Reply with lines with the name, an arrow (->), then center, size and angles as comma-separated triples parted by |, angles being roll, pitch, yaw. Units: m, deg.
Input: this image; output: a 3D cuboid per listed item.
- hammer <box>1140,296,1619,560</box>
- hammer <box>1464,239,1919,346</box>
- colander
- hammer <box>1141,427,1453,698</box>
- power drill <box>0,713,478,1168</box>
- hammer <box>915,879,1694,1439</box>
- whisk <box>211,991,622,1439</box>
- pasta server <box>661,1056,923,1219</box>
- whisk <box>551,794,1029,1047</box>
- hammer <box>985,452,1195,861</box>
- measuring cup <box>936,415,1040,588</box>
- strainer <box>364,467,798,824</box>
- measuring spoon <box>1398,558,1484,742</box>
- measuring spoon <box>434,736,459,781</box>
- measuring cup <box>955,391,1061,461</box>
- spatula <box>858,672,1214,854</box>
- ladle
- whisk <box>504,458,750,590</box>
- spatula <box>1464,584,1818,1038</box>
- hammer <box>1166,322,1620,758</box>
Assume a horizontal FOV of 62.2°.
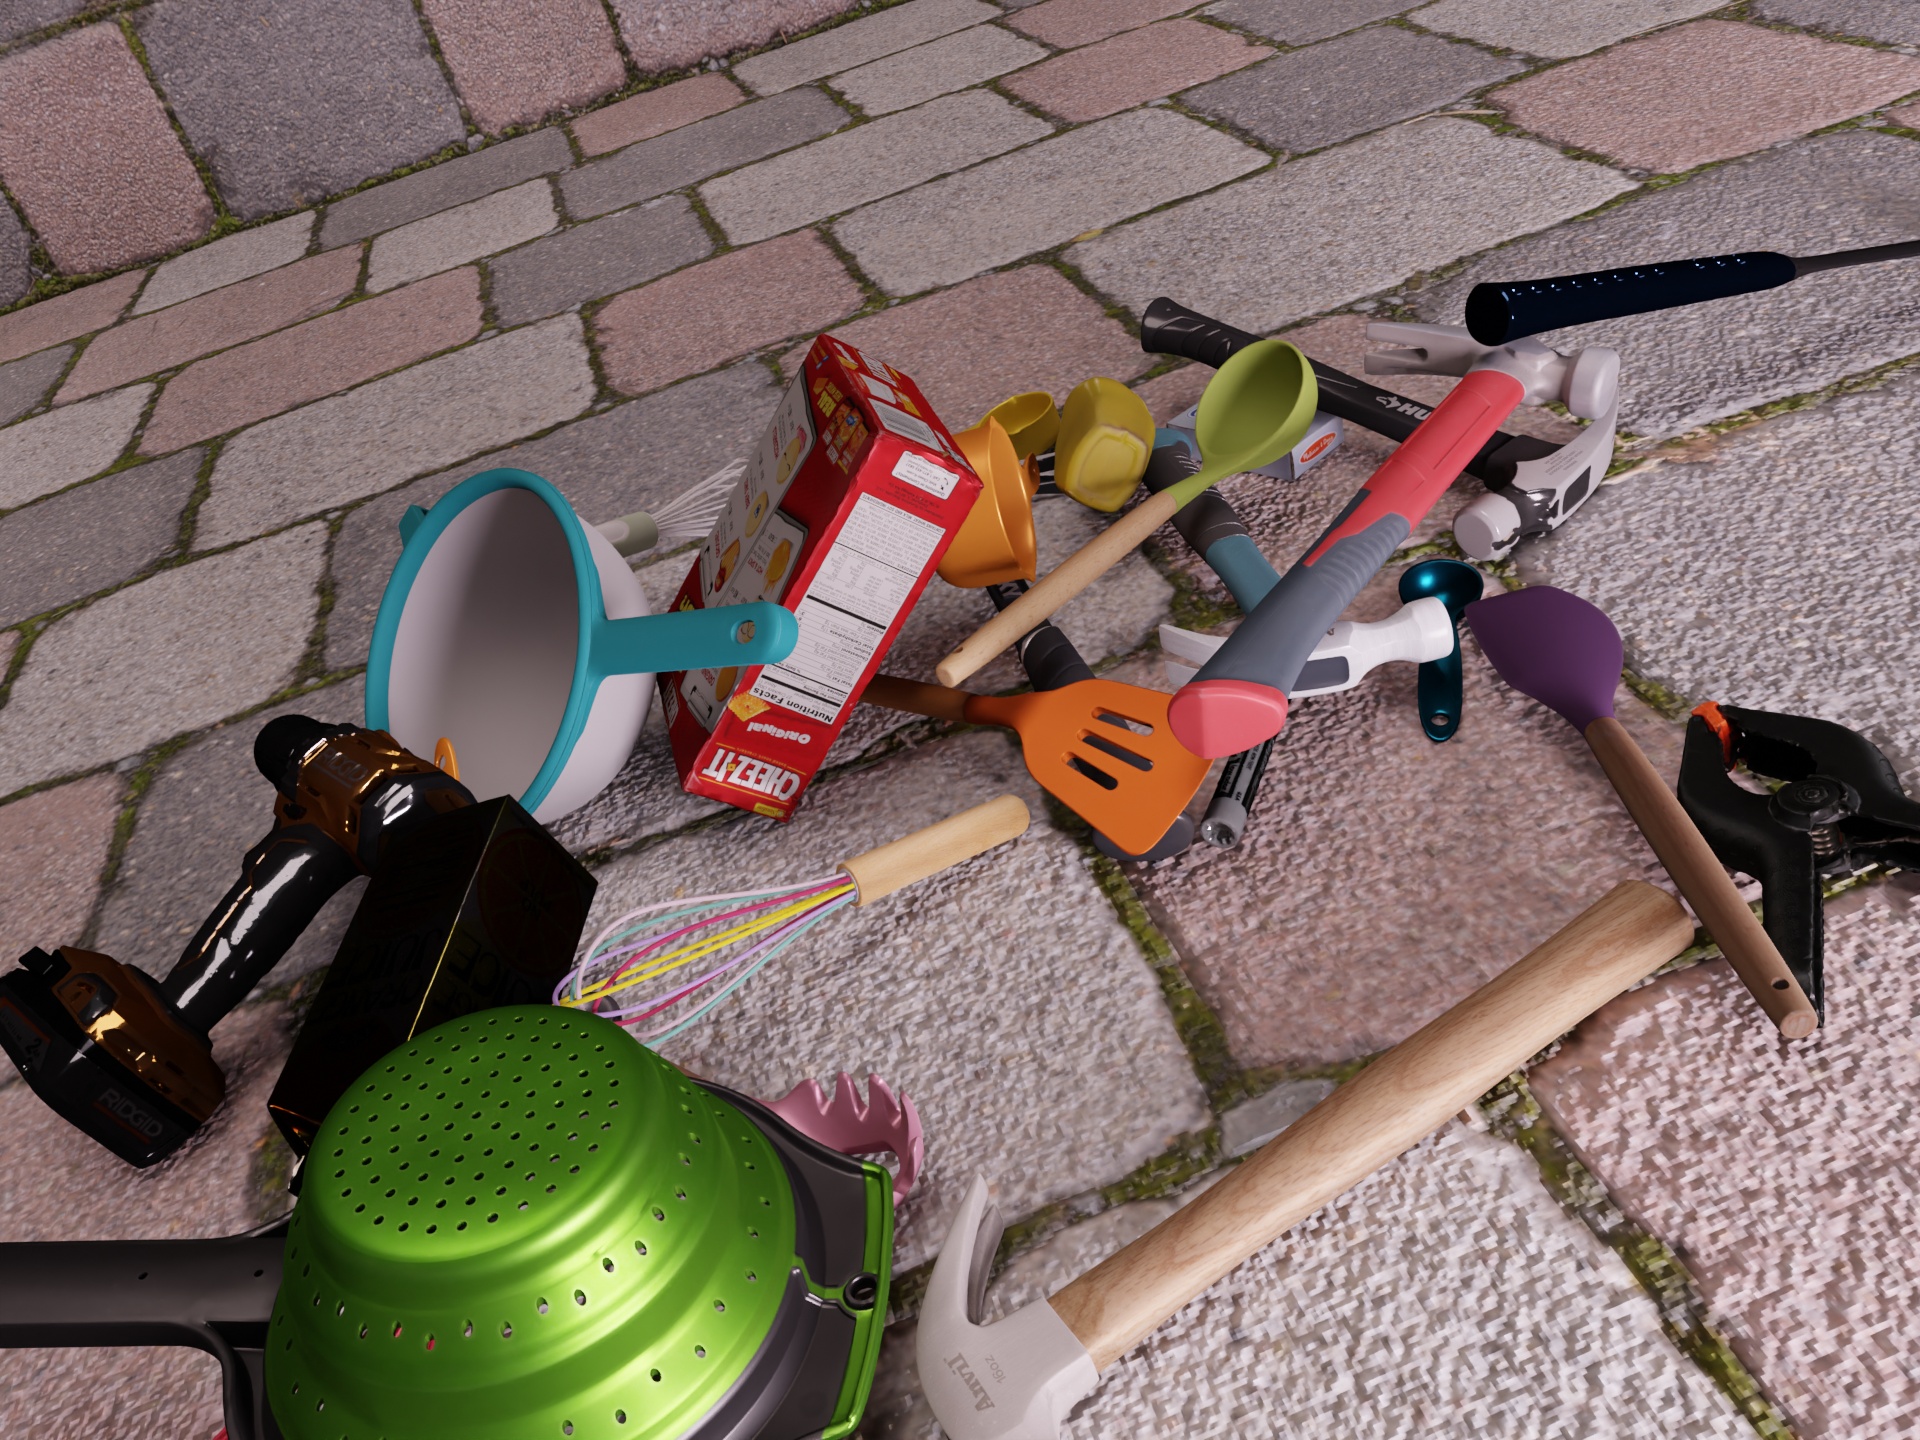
hammer -> 0.236, -0.201, 0.970 | 0.146, 0.035, 0.335 | -33, 45, -23
hammer -> 0.474, -0.261, 0.913 | 0.405, 0.035, 0.144 | -11, 30, -14
colander -> -0.225, 0.165, 0.525 | 0.397, 0.094, 0.205 | -3, 33, 7
hammer -> 0.148, -0.099, 0.888 | 0.128, 0.033, 0.331 | -15, 29, -1
power drill -> -0.369, 0.090, 0.804 | 0.185, 0.084, 0.226 | 20, 60, 43
hammer -> 0.130, 0.149, 0.562 | 0.331, 0.031, 0.130 | -30, 36, -18
whisk -> -0.199, 0.214, 0.582 | 0.073, 0.073, 0.296 | -1, 39, 24
pasta server -> -0.134, 0.148, 0.681 | 0.316, 0.040, 0.060 | 12, 56, 39
whisk -> -0.066, 0.082, 0.703 | 0.245, 0.047, 0.051 | -21, 62, -32
hammer -> 0.045, -0.050, 0.886 | 0.149, 0.036, 0.409 | -19, 34, -4
measuring cup -> 0.013, -0.130, 0.927 | 0.052, 0.095, 0.174 | -12, 16, 13
strainer -> -0.187, -0.030, 0.848 | 0.340, 0.211, 0.095 | -3, -10, 39
measuring spoon -> 0.238, -0.031, 0.790 | 0.042, 0.021, 0.129 | 1, 47, 17
measuring spoon -> -0.269, 0.063, 0.828 | 0.021, 0.011, 0.117 | -25, 65, 35
measuring cup -> -0.002, -0.183, 1.114 | 0.156, 0.029, 0.062 | -23, 32, 14
spatula -> -0.001, -0.003, 0.813 | 0.323, 0.041, 0.081 | 13, 63, 54
ladle -> 0.090, -0.115, 0.851 | 0.078, 0.062, 0.320 | 0, 32, 49
whisk -> -0.200, -0.127, 1.040 | 0.058, 0.059, 0.246 | 38, 36, 17
spatula -> 0.277, 0.017, 0.657 | 0.060, 0.018, 0.316 | -14, 30, 9
hammer -> 0.195, -0.106, 0.791 | 0.143, 0.038, 0.386 | 18, 43, 32
